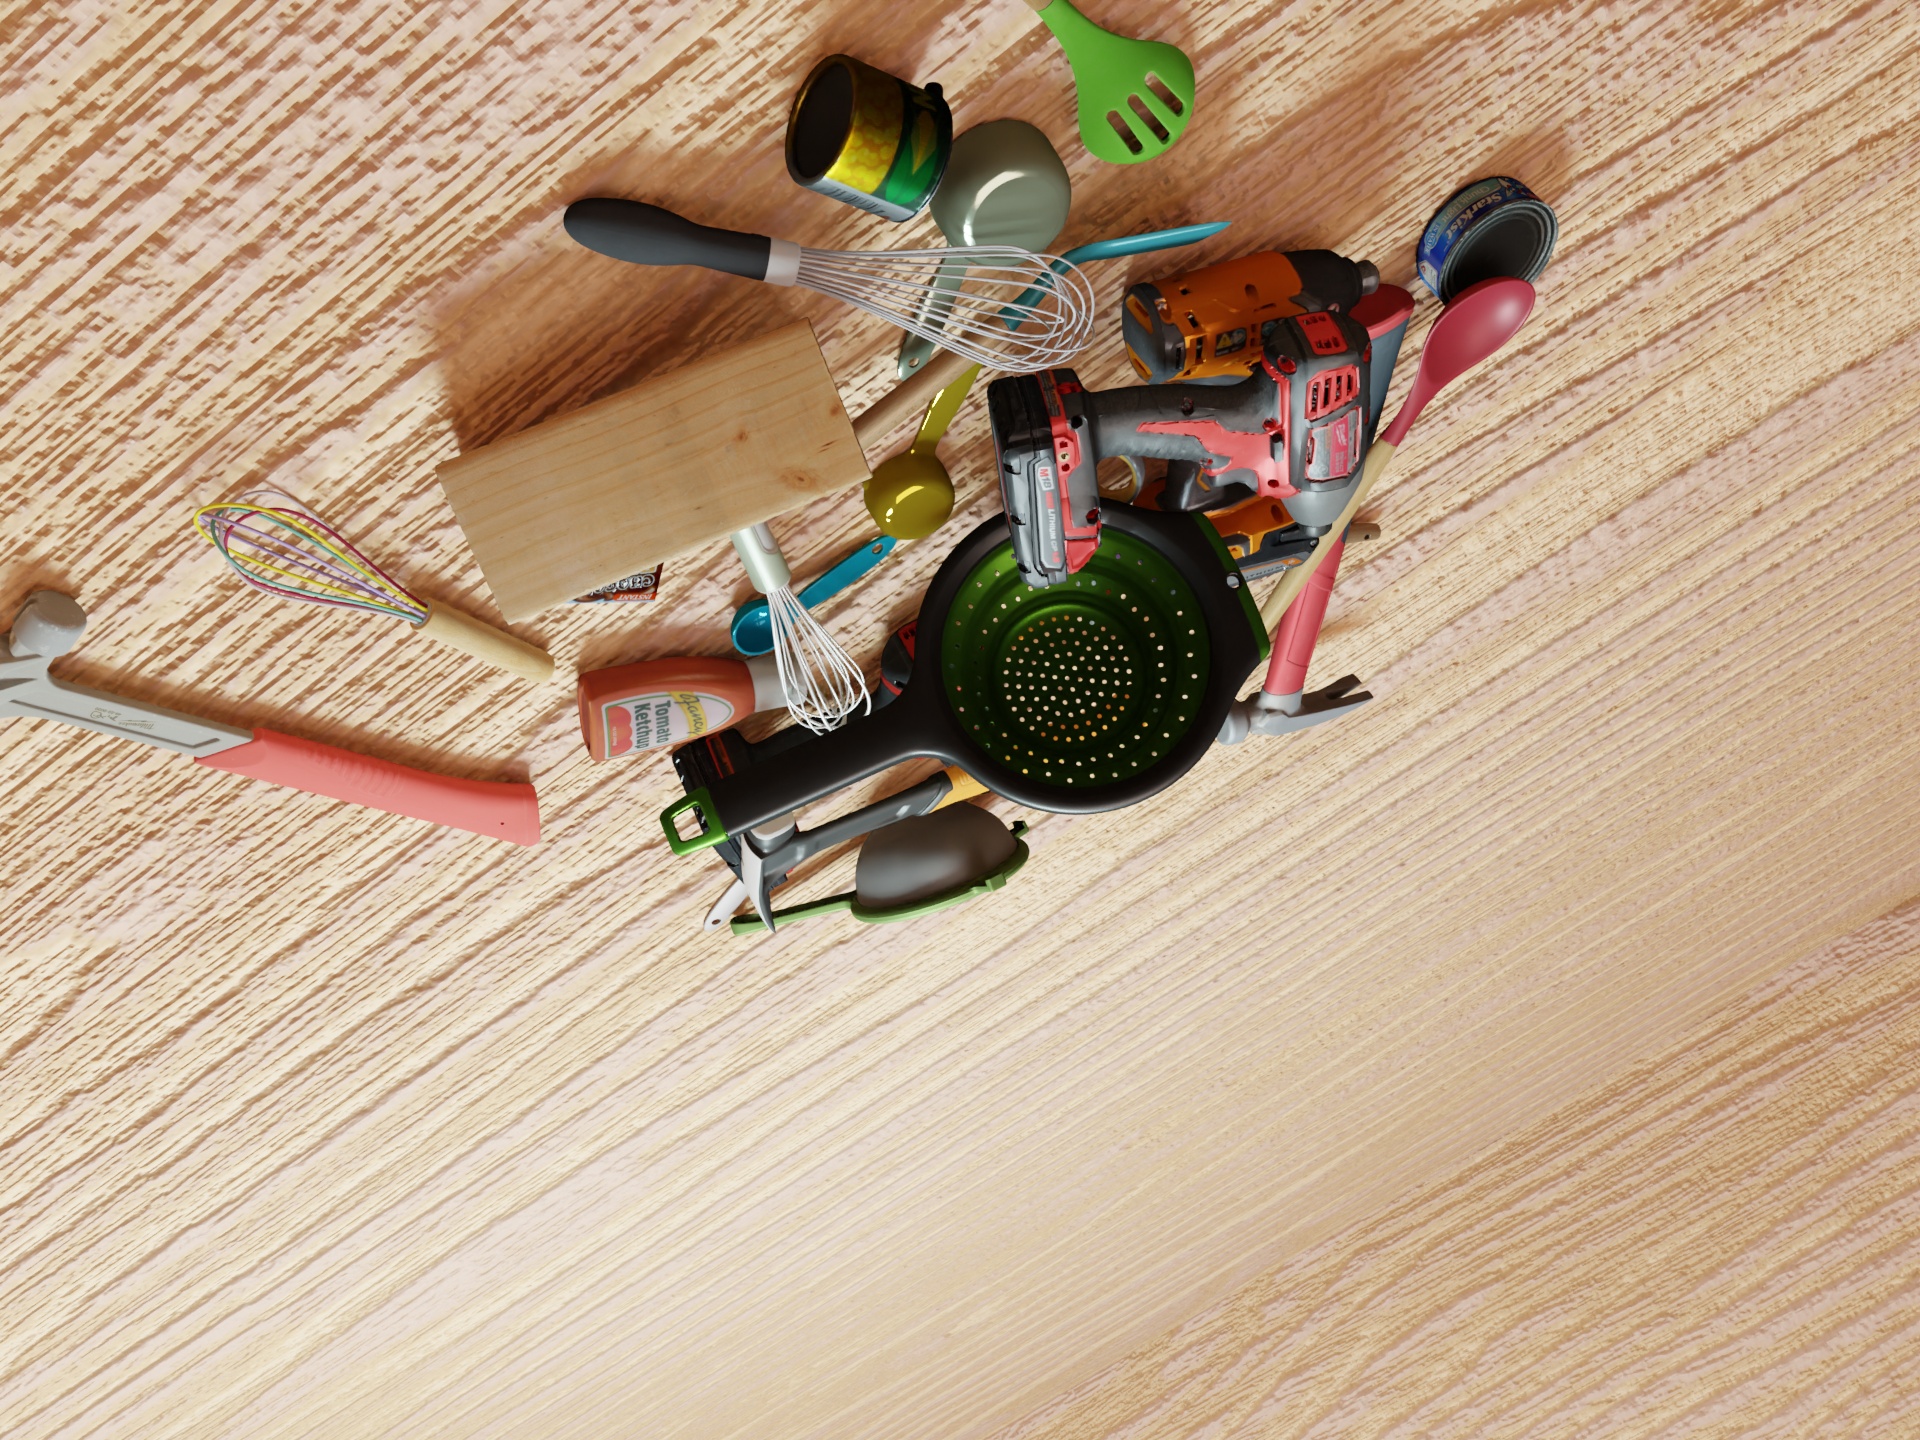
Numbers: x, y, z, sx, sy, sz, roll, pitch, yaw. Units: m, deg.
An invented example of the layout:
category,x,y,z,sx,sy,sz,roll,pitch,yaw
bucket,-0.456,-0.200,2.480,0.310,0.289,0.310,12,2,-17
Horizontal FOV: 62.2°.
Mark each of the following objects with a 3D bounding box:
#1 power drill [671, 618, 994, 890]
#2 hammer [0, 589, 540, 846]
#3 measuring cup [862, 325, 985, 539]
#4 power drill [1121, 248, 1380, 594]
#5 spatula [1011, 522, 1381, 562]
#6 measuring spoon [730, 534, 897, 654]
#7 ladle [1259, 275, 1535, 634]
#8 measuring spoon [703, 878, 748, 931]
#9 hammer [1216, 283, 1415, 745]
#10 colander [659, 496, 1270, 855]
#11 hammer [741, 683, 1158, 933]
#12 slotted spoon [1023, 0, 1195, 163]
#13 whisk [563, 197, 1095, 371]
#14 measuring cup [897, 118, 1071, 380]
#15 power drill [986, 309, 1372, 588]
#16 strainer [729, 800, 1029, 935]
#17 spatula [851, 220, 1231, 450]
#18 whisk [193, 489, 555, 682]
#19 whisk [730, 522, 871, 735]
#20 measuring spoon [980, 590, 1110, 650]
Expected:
category,x,y,z,sx,sy,sz,roll,pitch,yaw
power drill,-0.075,0.035,1.167,0.226,0.080,0.187,-29,144,-2
hammer,-0.420,0.031,0.982,0.149,0.037,0.358,-44,140,22
measuring cup,-0.011,-0.174,0.984,0.062,0.029,0.156,0,138,-32
power drill,0.188,-0.198,1.034,0.164,0.084,0.226,-18,137,-11
spatula,0.179,-0.132,1.162,0.315,0.018,0.059,-6,131,-25
measuring spoon,-0.099,-0.090,1.052,0.128,0.021,0.042,-35,143,-4
ladle,0.280,-0.169,1.088,0.069,0.031,0.315,7,128,-35
measuring spoon,-0.171,0.136,1.275,0.034,0.018,0.124,12,130,-41
hammer,0.281,-0.140,1.168,0.143,0.038,0.386,-14,137,-20
colander,-0.002,-0.003,1.032,0.397,0.204,0.094,-24,171,-4
hammer,-0.001,0.049,1.151,0.337,0.034,0.127,-22,148,-22
slotted spoon,0.024,-0.367,0.776,0.070,0.031,0.313,-42,140,20
whisk,-0.062,-0.233,0.831,0.284,0.070,0.070,8,134,-16
measuring cup,0.006,-0.251,0.892,0.083,0.038,0.167,2,134,-33
power drill,0.134,-0.155,0.945,0.219,0.079,0.143,-11,134,1
strainer,-0.075,0.114,1.272,0.256,0.069,0.151,-16,-170,13
spatula,0.011,-0.206,0.922,0.317,0.082,0.044,-36,100,6
whisk,-0.325,-0.069,0.914,0.047,0.051,0.244,-43,144,13
whisk,-0.114,-0.082,0.996,0.059,0.058,0.246,-4,134,19
measuring spoon,0.066,-0.078,1.169,0.117,0.011,0.021,-26,145,5
